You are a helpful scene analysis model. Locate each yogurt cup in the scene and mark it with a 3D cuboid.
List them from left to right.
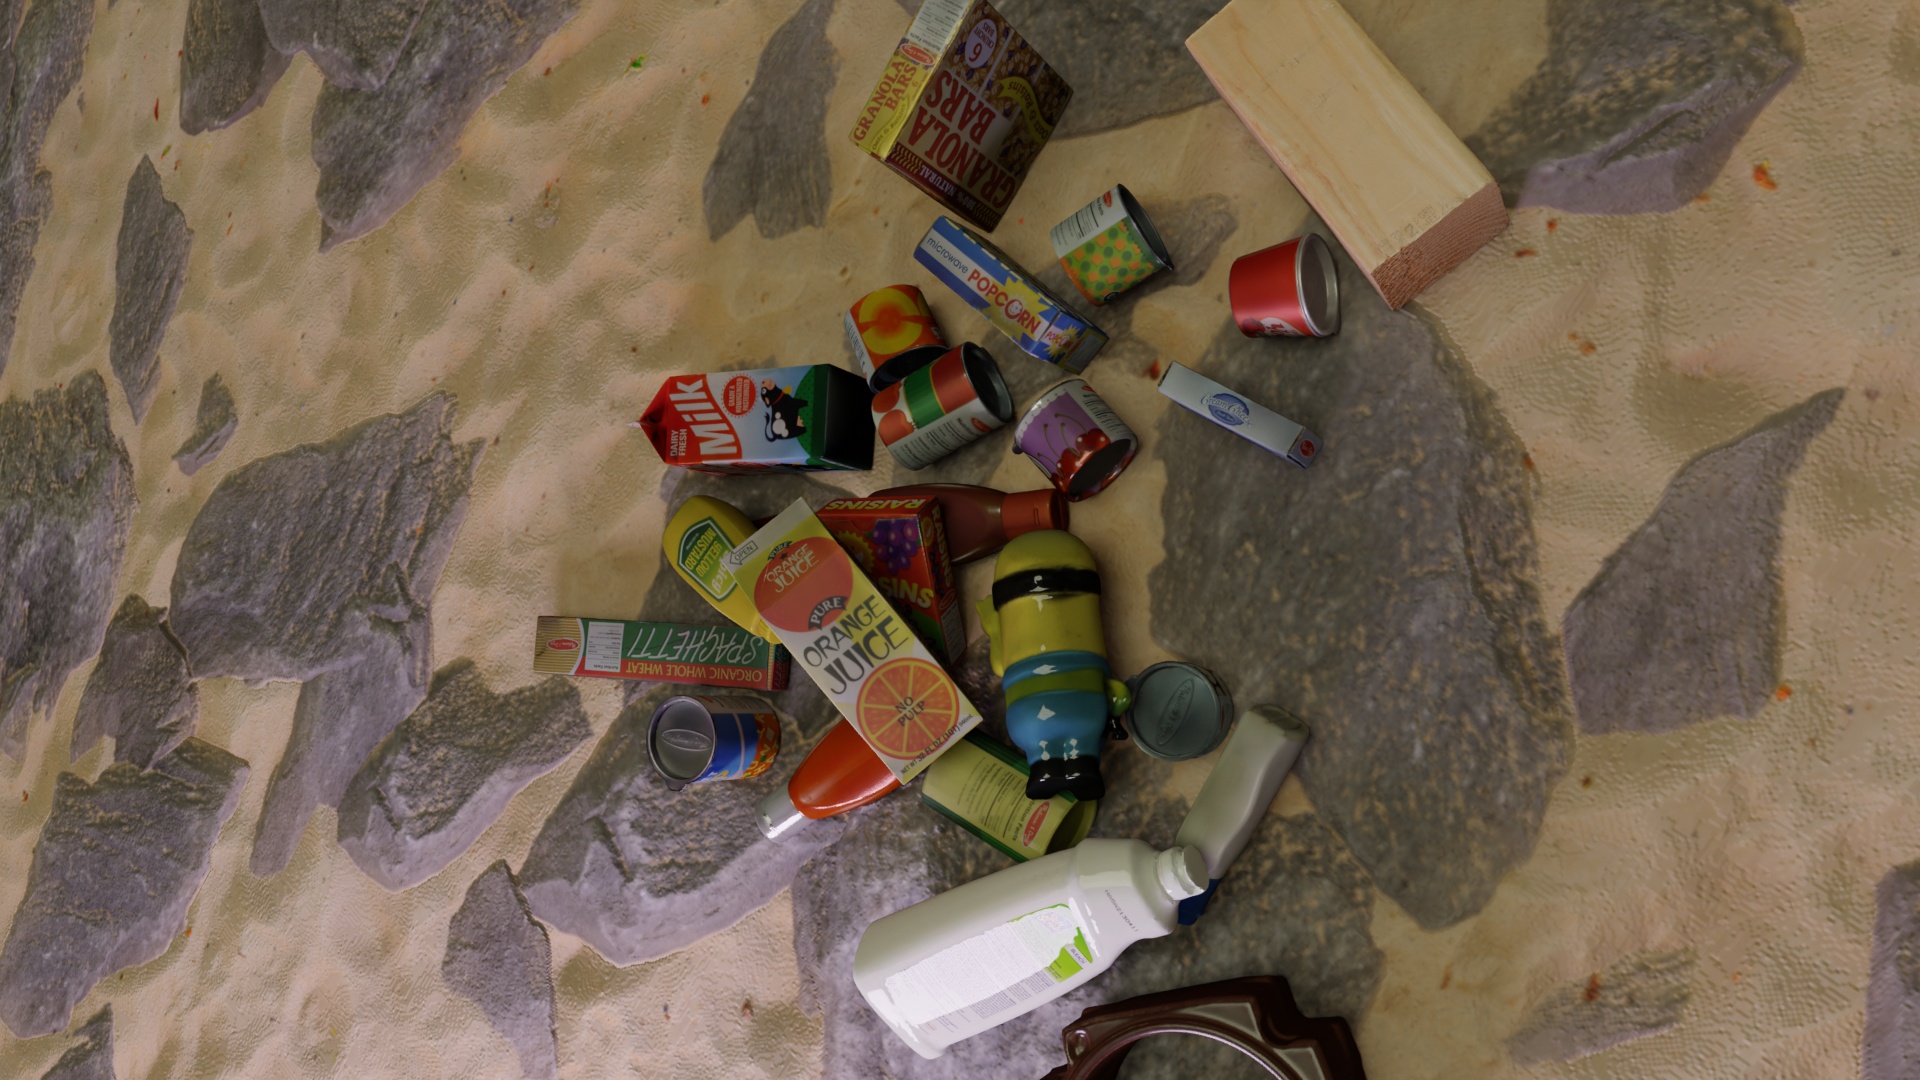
[{"bbox_3d":[0.211,-0.164,0.912,0.054,0.072,0.072,-5,81,35],"label":"yogurt cup"}]

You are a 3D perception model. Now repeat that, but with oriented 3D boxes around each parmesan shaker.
[{"bbox_3d":[0.035,0.177,0.958,0.103,0.071,0.071,27,96,29],"label":"parmesan shaker"}]

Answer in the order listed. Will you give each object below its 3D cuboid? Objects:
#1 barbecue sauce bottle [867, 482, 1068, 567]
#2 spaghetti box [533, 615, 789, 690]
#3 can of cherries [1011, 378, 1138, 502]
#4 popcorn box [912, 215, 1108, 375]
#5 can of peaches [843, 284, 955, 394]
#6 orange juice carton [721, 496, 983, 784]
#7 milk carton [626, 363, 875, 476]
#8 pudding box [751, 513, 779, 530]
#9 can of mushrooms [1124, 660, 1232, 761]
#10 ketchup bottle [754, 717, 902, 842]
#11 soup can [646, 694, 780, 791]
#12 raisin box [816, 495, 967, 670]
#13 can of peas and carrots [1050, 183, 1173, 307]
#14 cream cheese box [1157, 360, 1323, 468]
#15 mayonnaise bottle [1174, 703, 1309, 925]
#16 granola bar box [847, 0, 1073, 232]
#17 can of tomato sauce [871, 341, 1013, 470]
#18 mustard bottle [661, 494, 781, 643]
[{"bbox_3d":[0.004,-0.013,1.011,0.148,0.044,0.065,-6,93,26],"label":"barbecue sauce bottle"},{"bbox_3d":[-0.247,0.092,1.137,0.250,0.029,0.050,1,84,28],"label":"spaghetti box"},{"bbox_3d":[0.079,-0.067,0.966,0.071,0.071,0.058,-47,67,15],"label":"can of cherries"},{"bbox_3d":[0.036,-0.175,0.992,0.127,0.085,0.038,43,105,25],"label":"popcorn box"},{"bbox_3d":[-0.046,-0.152,1.044,0.071,0.071,0.058,-32,70,21],"label":"can of peaches"},{"bbox_3d":[-0.074,0.065,0.946,0.072,0.073,0.192,-40,96,-2],"label":"orange juice carton"},{"bbox_3d":[-0.167,-0.092,1.095,0.190,0.072,0.073,-1,84,28],"label":"milk carton"},{"bbox_3d":[-0.167,0.012,1.105,0.083,0.030,0.050,-13,79,26],"label":"pudding box"},{"bbox_3d":[0.144,0.112,0.927,0.071,0.033,0.071,-3,83,27],"label":"can of mushrooms"},{"bbox_3d":[-0.090,0.174,1.035,0.148,0.043,0.065,-37,76,19],"label":"ketchup bottle"},{"bbox_3d":[-0.189,0.155,1.067,0.071,0.084,0.071,-4,82,28],"label":"soup can"},{"bbox_3d":[-0.050,0.031,1.003,0.086,0.040,0.123,-1,113,25],"label":"raisin box"},{"bbox_3d":[0.106,-0.204,0.972,0.058,0.071,0.071,-30,71,22],"label":"can of peas and carrots"},{"bbox_3d":[0.185,-0.083,0.919,0.104,0.053,0.024,32,97,27],"label":"cream cheese box"},{"bbox_3d":[0.169,0.176,0.891,0.041,0.065,0.147,33,103,26],"label":"mayonnaise bottle"},{"bbox_3d":[0.005,-0.301,0.979,0.039,0.165,0.124,35,100,26],"label":"granola bar box"},{"bbox_3d":[-0.014,-0.099,1.019,0.083,0.071,0.071,-27,72,23],"label":"can of tomato sauce"},{"bbox_3d":[-0.160,0.032,1.052,0.160,0.049,0.065,42,105,25],"label":"mustard bottle"}]
